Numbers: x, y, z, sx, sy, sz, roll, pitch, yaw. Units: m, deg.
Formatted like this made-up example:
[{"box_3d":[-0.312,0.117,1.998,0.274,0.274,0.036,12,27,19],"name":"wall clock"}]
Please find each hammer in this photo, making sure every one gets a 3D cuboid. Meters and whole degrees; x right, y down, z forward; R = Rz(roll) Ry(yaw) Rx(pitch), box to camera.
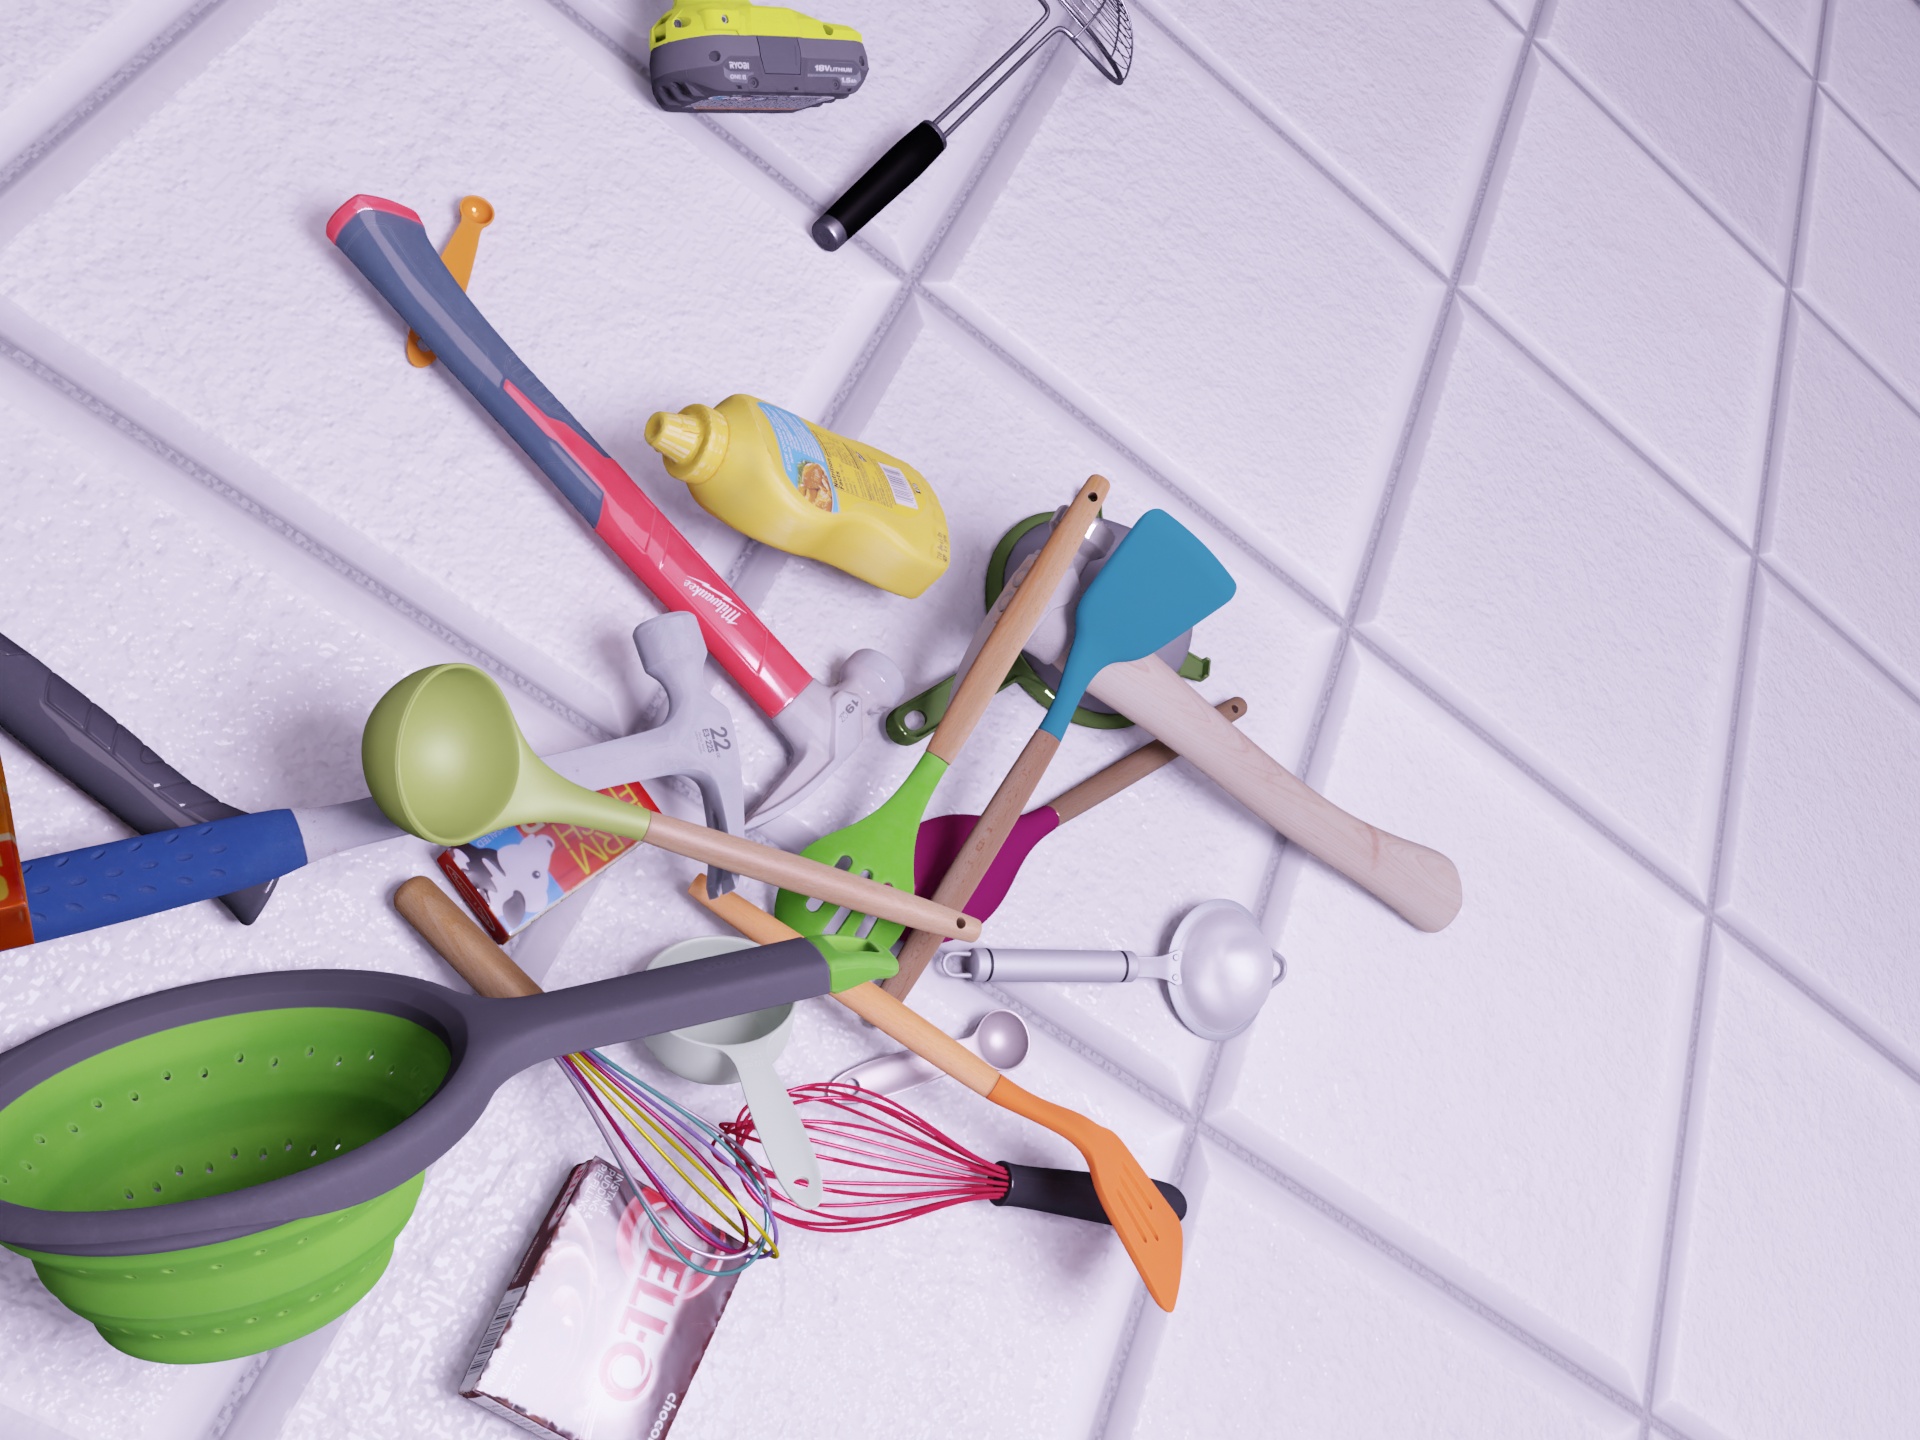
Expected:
[{"box_3d":[-0.277,0.054,0.695,0.405,0.035,0.144,-14,81,-35],"name":"hammer"},{"box_3d":[-0.200,-0.112,0.846,0.386,0.038,0.143,48,55,-9],"name":"hammer"},{"box_3d":[-0.429,-0.028,0.676,0.334,0.035,0.146,42,54,-11],"name":"hammer"},{"box_3d":[0.172,0.039,0.991,0.410,0.038,0.146,34,85,-28],"name":"hammer"}]

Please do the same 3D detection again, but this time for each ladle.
[{"box_3d":[-0.118,0.055,0.739,0.320,0.062,0.078,21,68,-27],"name":"ladle"}]

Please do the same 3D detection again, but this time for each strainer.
[{"box_3d":[0.060,-0.053,0.970,0.256,0.069,0.151,-31,89,-38],"name":"strainer"},{"box_3d":[0.105,0.147,0.938,0.258,0.050,0.087,5,83,-27],"name":"strainer"}]

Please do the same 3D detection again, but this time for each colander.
[{"box_3d":[-0.210,0.168,0.653,0.397,0.205,0.094,-9,107,-25],"name":"colander"}]

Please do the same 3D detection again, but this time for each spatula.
[{"box_3d":[0.041,0.031,0.872,0.082,0.044,0.317,38,78,-33],"name":"spatula"},{"box_3d":[-0.009,0.181,0.817,0.322,0.041,0.081,34,20,1],"name":"spatula"}]

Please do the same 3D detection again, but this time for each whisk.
[{"box_3d":[0.005,0.238,0.827,0.295,0.073,0.073,18,62,-31],"name":"whisk"},{"box_3d":[-0.173,0.162,0.734,0.245,0.047,0.051,43,92,8],"name":"whisk"}]

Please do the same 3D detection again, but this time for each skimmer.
[{"box_3d":[0.004,-0.428,1.114,0.127,0.090,0.363,45,64,-13],"name":"skimmer"}]

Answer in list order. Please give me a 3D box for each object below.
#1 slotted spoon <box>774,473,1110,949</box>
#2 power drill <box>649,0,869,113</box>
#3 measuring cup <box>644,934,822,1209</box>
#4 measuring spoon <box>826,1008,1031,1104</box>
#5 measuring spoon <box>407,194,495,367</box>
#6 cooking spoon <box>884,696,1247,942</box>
[{"box_3d":[-0.001,-0.003,0.859,0.070,0.031,0.314,32,80,-8],"name":"slotted spoon"},{"box_3d":[-0.128,-0.494,0.968,0.171,0.080,0.223,-16,107,-36],"name":"power drill"},{"box_3d":[-0.101,0.171,0.750,0.083,0.038,0.168,-7,40,-26],"name":"measuring cup"},{"box_3d":[-0.018,0.186,0.863,0.124,0.018,0.034,-11,79,-28],"name":"measuring spoon"},{"box_3d":[-0.281,-0.240,0.872,0.021,0.011,0.117,22,64,-23],"name":"measuring spoon"},{"box_3d":[0.073,0.048,0.969,0.319,0.017,0.069,-27,88,-36],"name":"cooking spoon"}]
